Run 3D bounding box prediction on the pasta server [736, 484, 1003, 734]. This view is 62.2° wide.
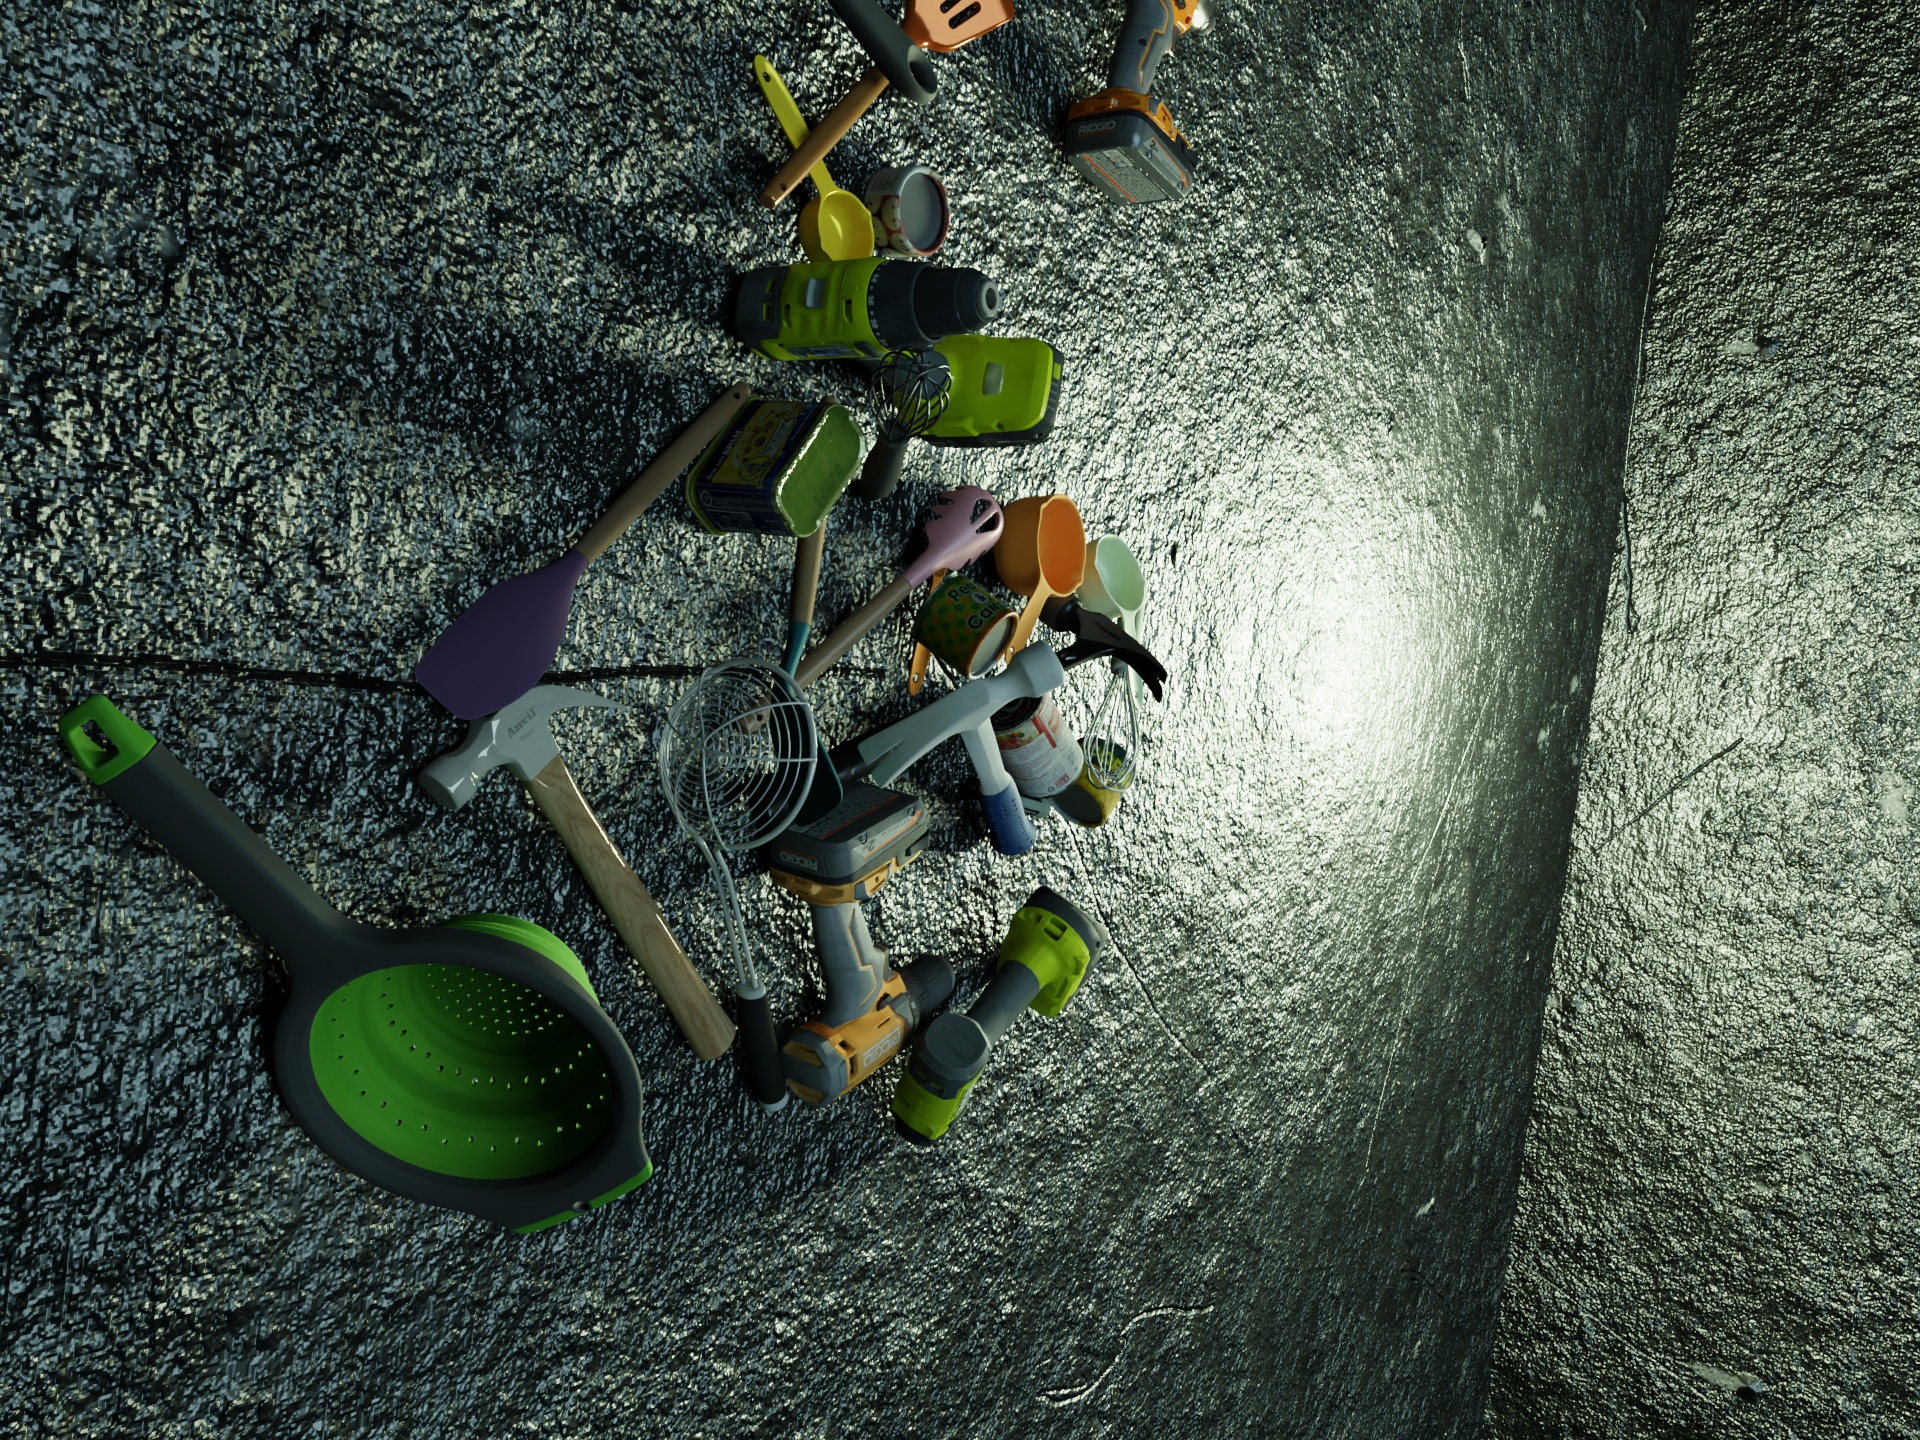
[{"bbox_3d":[-0.064,-0.088,1.227,0.316,0.040,0.060,-45,108,-31],"label":"pasta server"}]

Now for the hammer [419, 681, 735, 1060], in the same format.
[{"bbox_3d":[-0.226,0.110,1.057,0.130,0.031,0.331,-51,135,-33],"label":"hammer"}]

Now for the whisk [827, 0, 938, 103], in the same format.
[{"bbox_3d":[-0.104,-0.508,1.036,0.295,0.073,0.073,36,69,-45],"label":"whisk"}]

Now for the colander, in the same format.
[{"bbox_3d":[-0.320,0.120,0.880,0.396,0.204,0.095,54,20,-25],"label":"colander"}]

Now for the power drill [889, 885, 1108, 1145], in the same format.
[{"bbox_3d":[0.025,0.259,1.362,0.223,0.080,0.171,-43,162,-38],"label":"power drill"}]

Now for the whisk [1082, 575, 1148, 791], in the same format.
[{"bbox_3d":[0.150,-0.040,1.473,0.059,0.058,0.247,30,52,-25],"label":"whisk"}]

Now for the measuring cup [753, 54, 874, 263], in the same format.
[{"bbox_3d":[-0.112,-0.386,1.112,0.062,0.029,0.156,-50,122,-38],"label":"measuring cup"}]

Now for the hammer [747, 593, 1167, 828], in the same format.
[{"bbox_3d":[-0.002,-0.004,1.261,0.409,0.149,0.036,-26,138,-38],"label":"hammer"}]

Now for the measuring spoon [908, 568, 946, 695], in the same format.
[{"bbox_3d":[-0.030,-0.078,1.297,0.021,0.011,0.117,7,95,-55],"label":"measuring spoon"}]

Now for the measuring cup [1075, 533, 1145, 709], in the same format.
[{"bbox_3d":[0.138,-0.087,1.451,0.083,0.038,0.168,10,68,-50],"label":"measuring cup"}]

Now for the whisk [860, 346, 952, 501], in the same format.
[{"bbox_3d":[-0.047,-0.197,1.109,0.239,0.055,0.055,131,-20,-75],"label":"whisk"}]

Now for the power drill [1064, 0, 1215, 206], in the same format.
[{"bbox_3d":[0.169,-0.575,1.393,0.164,0.084,0.226,17,80,-54],"label":"power drill"}]

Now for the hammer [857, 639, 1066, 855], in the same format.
[{"bbox_3d":[0.020,0.048,1.224,0.144,0.035,0.405,-28,162,-3],"label":"hammer"}]

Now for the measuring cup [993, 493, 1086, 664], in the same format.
[{"bbox_3d":[0.050,-0.116,1.344,0.095,0.052,0.174,56,48,-43],"label":"measuring cup"}]

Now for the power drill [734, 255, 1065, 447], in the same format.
[{"bbox_3d":[-0.020,-0.262,1.121,0.228,0.191,0.080,16,81,-58],"label":"power drill"}]

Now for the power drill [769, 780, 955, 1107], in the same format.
[{"bbox_3d":[-0.068,0.165,1.244,0.185,0.084,0.226,-28,123,-50],"label":"power drill"}]

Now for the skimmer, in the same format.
[{"bbox_3d":[-0.140,0.129,1.131,0.090,0.127,0.363,-42,139,-40],"label":"skimmer"}]

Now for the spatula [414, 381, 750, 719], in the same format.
[{"bbox_3d":[-0.225,-0.118,1.013,0.059,0.018,0.316,45,57,-16],"label":"spatula"}]

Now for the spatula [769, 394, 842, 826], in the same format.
[{"bbox_3d":[-0.101,-0.086,1.116,0.044,0.082,0.318,14,67,-24],"label":"spatula"}]

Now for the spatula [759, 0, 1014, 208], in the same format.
[{"bbox_3d":[-0.055,-0.459,1.134,0.081,0.041,0.323,54,49,-31],"label":"spatula"}]
